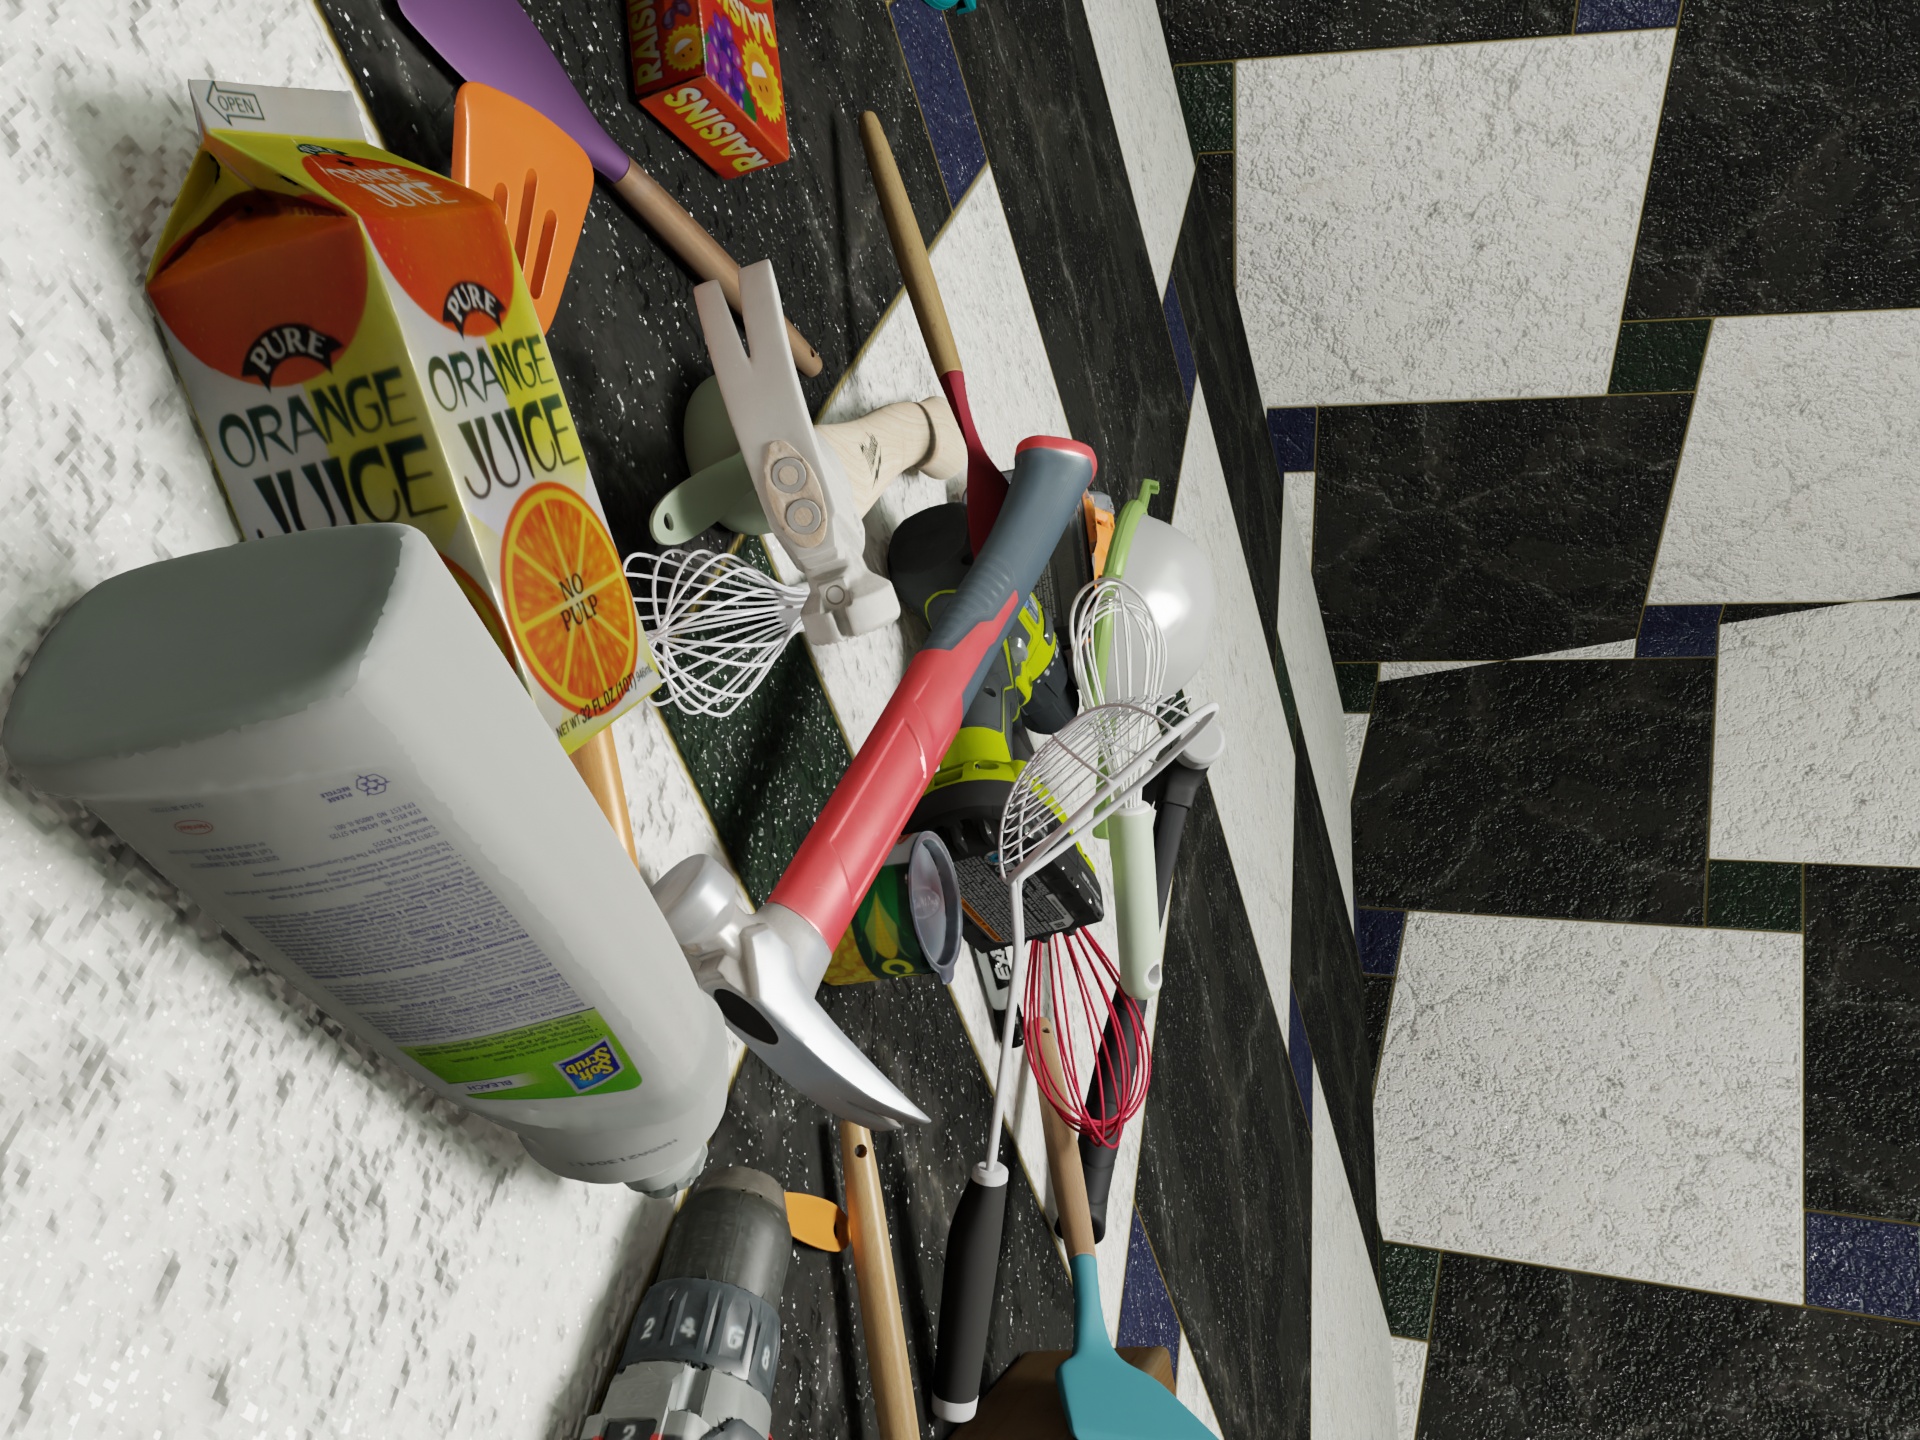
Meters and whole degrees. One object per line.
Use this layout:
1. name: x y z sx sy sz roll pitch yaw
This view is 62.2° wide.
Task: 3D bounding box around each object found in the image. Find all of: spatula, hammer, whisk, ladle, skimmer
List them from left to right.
1. spatula: -0.133 -0.052 0.548 0.081 0.041 0.323 2 75 -71
2. spatula: -0.134 -0.225 0.684 0.315 0.018 0.060 36 47 -63
3. whisk: -0.080 -0.047 0.703 0.284 0.070 0.070 -31 110 -75
4. hammer: -0.042 -0.146 0.796 0.411 0.038 0.146 -64 136 -75
5. ladle: -0.018 0.332 0.676 0.062 0.078 0.320 149 -66 -66
6. ladle: -0.013 -0.214 0.893 0.069 0.031 0.316 33 38 -67
7. hammer: -0.001 -0.002 0.731 0.143 0.038 0.386 49 44 -20
8. whisk: 0.057 0.117 0.972 0.073 0.073 0.296 50 23 -56
9. skimmer: 0.050 0.163 0.754 0.127 0.090 0.363 -6 104 -74
10. spatula: 0.070 0.273 0.885 0.318 0.082 0.044 -100 -153 -56
11. whisk: 0.092 0.041 0.887 0.058 0.059 0.246 -21 111 -47
12. hammer: 0.112 0.170 1.038 0.146 0.035 0.335 101 3 -75

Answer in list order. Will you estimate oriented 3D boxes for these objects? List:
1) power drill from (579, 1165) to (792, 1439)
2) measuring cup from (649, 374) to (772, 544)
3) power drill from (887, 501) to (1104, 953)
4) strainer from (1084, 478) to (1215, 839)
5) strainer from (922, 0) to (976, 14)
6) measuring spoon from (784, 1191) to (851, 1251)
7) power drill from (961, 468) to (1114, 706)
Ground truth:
1. power drill: -0.060 0.288 0.560 0.188 0.080 0.226 -80 150 -46
2. measuring cup: -0.107 -0.102 0.676 0.168 0.038 0.083 -57 134 -61
3. power drill: 0.026 0.011 0.914 0.190 0.080 0.229 51 28 -46
4. strainer: 0.127 -0.020 1.058 0.152 0.069 0.256 -64 159 -53
5. strainer: -0.097 -0.459 0.798 0.340 0.095 0.211 -46 121 -65
6. measuring spoon: -0.070 0.209 0.668 0.116 0.011 0.021 53 33 -60
7. power drill: 0.072 -0.090 1.126 0.226 0.084 0.164 1 82 -74
